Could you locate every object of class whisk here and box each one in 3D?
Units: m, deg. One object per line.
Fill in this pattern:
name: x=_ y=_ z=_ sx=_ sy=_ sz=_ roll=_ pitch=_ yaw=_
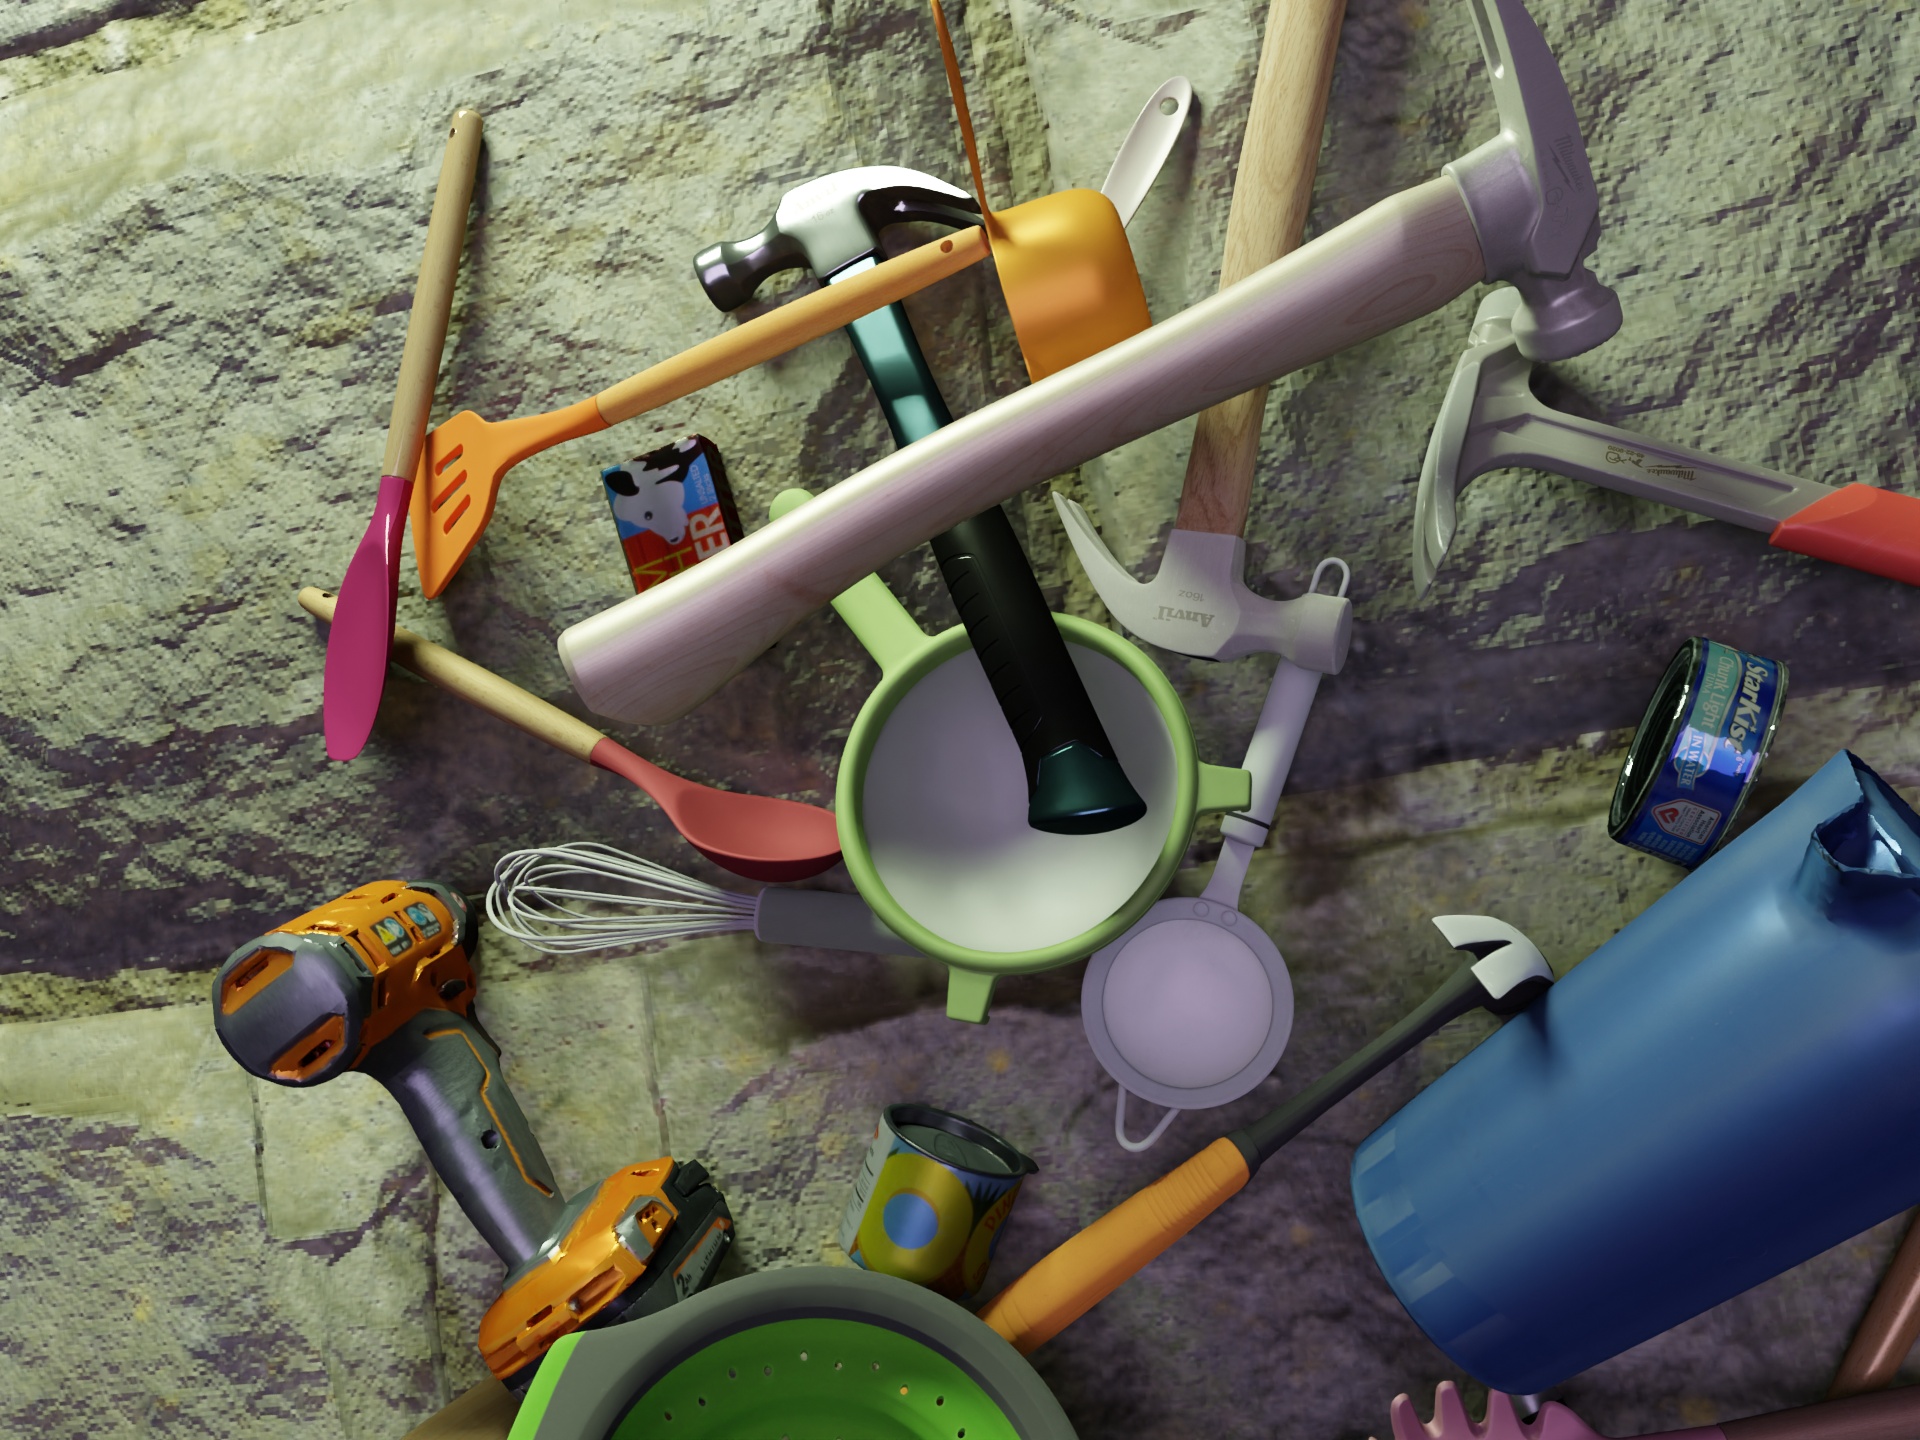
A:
whisk: x=-0.095 y=0.085 z=0.710 sx=0.246 sy=0.059 sz=0.057 roll=4 pitch=128 yaw=9

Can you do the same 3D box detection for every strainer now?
strainer: x=-0.001 y=-0.002 z=0.686 sx=0.151 sy=0.069 sz=0.257 roll=-40 pitch=64 yaw=2
strainer: x=0.117 y=0.054 z=0.663 sx=0.087 sy=0.050 sz=0.258 roll=19 pitch=86 yaw=18

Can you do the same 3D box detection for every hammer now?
hammer: x=0.088 y=0.191 z=0.633 sx=0.337 sy=0.127 sz=0.034 roll=-42 pitch=65 yaw=14
hammer: x=0.033 y=-0.117 z=0.583 sx=0.410 sy=0.038 sz=0.146 roll=-27 pitch=116 yaw=5
hammer: x=-0.007 y=-0.099 z=0.662 sx=0.128 sy=0.033 sz=0.331 roll=-27 pitch=68 yaw=10
hammer: x=0.123 y=-0.189 z=0.668 sx=0.130 sy=0.031 sz=0.331 roll=9 pitch=87 yaw=24
hammer: x=0.354 y=-0.060 z=0.591 sx=0.359 sy=0.036 sz=0.149 roll=18 pitch=59 yaw=9

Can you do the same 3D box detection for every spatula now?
spatula: x=-0.130 y=-0.143 z=0.699 sx=0.322 sy=0.041 sz=0.081 roll=-19 pitch=74 yaw=20

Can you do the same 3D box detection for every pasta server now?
pasta server: x=0.310 y=0.259 z=0.587 sx=0.316 sy=0.060 sz=0.040 roll=-11 pitch=128 yaw=2

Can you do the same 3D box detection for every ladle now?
ladle: x=-0.187 y=0.003 z=0.733 sx=0.315 sy=0.069 sz=0.031 roll=25 pitch=113 yaw=18

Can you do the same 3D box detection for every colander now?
colander: x=0.025 y=0.333 z=0.582 sx=0.397 sy=0.205 sz=0.094 roll=12 pitch=130 yaw=1

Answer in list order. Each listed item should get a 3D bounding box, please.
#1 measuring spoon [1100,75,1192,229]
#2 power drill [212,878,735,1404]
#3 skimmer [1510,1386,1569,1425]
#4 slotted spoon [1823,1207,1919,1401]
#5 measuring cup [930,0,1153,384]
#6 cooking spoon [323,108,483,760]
measuring spoon: x=0.071 y=-0.226 z=0.700 sx=0.034 sy=0.018 sz=0.124 roll=27 pitch=87 yaw=13
power drill: x=-0.199 y=0.166 z=0.684 sx=0.084 sy=0.164 sz=0.226 roll=-37 pitch=93 yaw=9
skimmer: x=0.290 y=0.395 z=0.522 sx=0.127 sy=0.090 sz=0.364 roll=-31 pitch=60 yaw=7
slotted spoon: x=0.395 y=0.143 z=0.602 sx=0.070 sy=0.031 sz=0.314 roll=25 pitch=95 yaw=14
measuring cup: x=0.035 y=-0.196 z=0.605 sx=0.052 sy=0.095 sz=0.173 roll=-15 pitch=129 yaw=7
cooking spoon: x=-0.260 y=-0.138 z=0.750 sx=0.069 sy=0.017 sz=0.319 roll=0 pitch=79 yaw=47
